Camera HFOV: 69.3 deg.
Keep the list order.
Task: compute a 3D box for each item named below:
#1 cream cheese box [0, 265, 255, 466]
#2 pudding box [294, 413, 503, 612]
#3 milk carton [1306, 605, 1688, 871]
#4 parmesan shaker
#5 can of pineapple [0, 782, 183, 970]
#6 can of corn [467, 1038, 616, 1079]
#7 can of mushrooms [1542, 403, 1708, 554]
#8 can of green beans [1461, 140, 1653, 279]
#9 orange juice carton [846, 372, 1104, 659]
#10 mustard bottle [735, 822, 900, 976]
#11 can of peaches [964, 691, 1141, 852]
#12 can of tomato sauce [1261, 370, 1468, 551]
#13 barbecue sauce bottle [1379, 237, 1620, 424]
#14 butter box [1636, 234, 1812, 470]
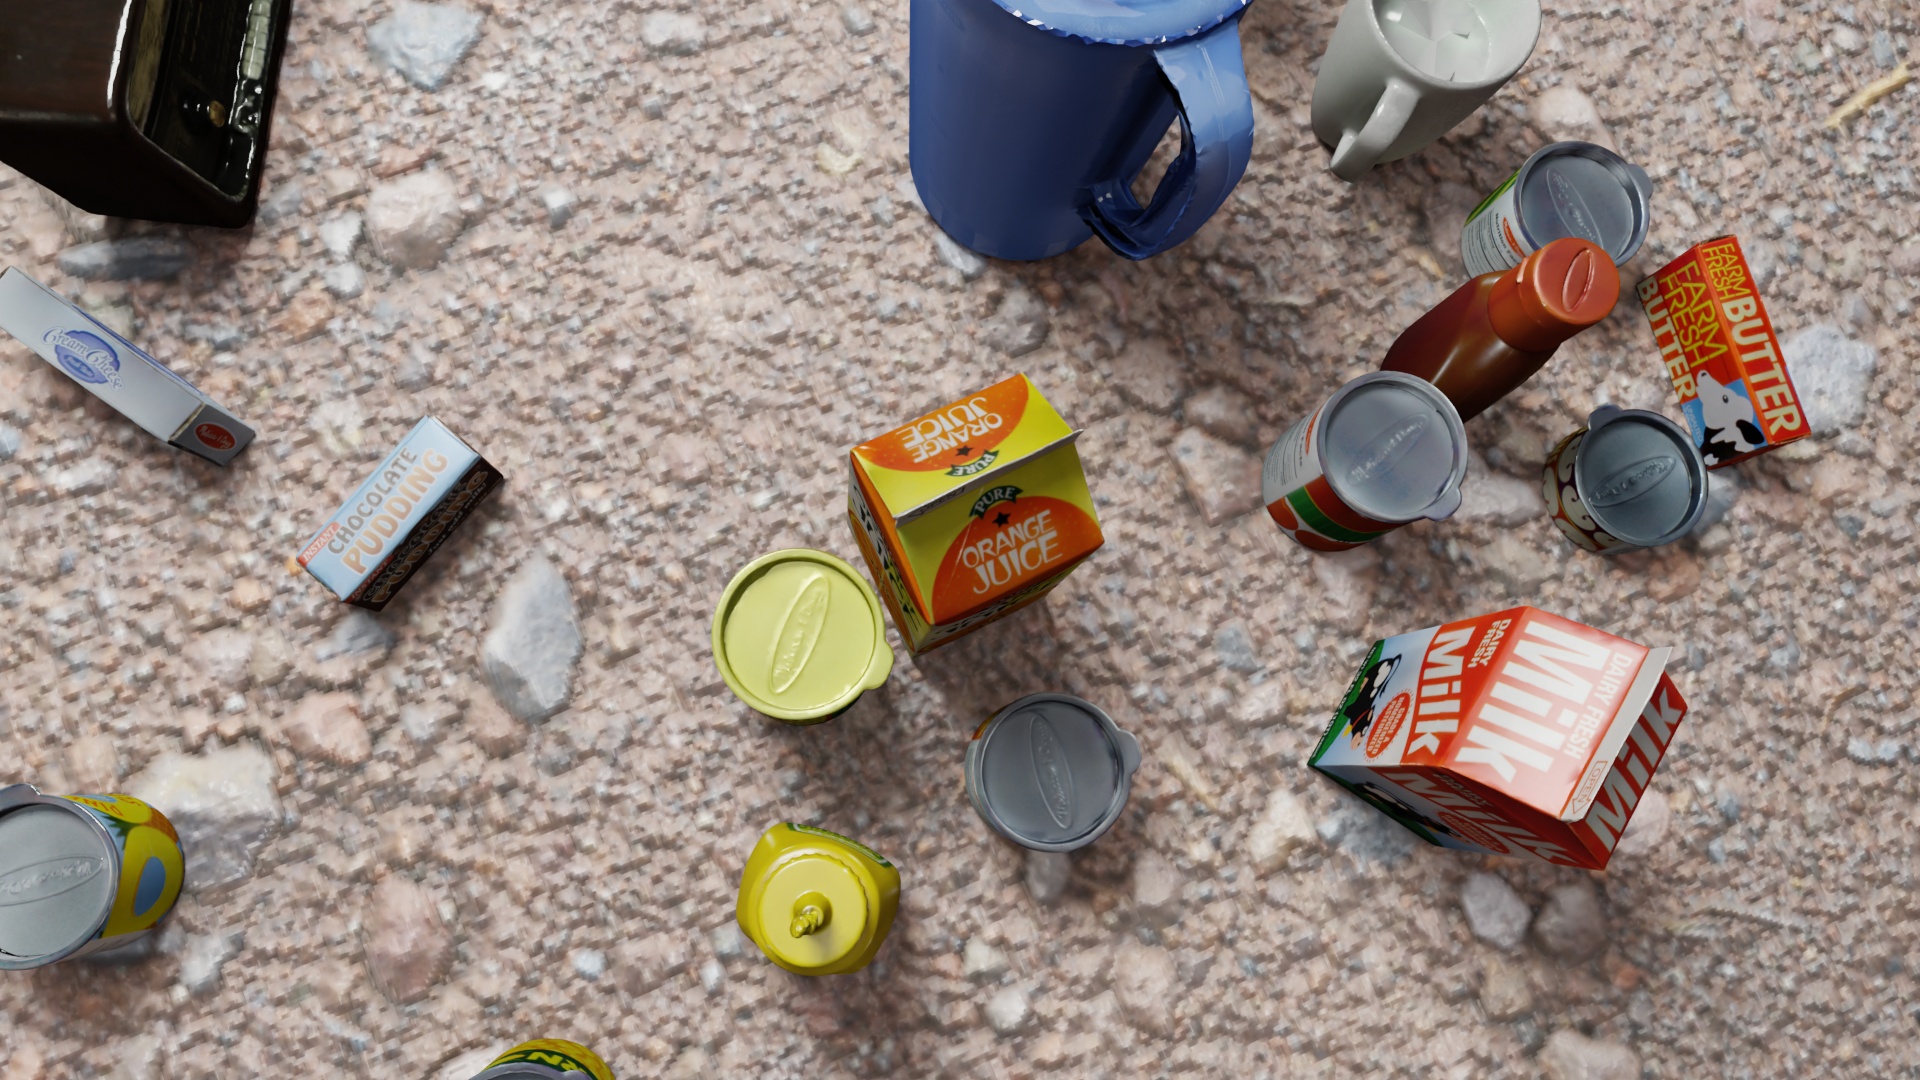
[{"bbox_3d":[-0.363,-0.073,0.600,0.104,0.053,0.024,35,79,2],"label":"cream cheese box"},{"bbox_3d":[-0.242,-0.011,0.602,0.030,0.049,0.084,39,79,2],"label":"pudding box"},{"bbox_3d":[0.215,0.079,0.556,0.073,0.190,0.072,32,79,1],"label":"milk carton"},{"bbox_3d":[-0.064,0.045,0.581,0.071,0.103,0.071,1,80,-5],"label":"parmesan shaker"},{"bbox_3d":[-0.359,0.134,0.560,0.071,0.057,0.071,1,80,-5],"label":"can of pineapple"},{"bbox_3d":[-0.171,0.237,0.559,0.071,0.058,0.071,1,80,-5],"label":"can of corn"},{"bbox_3d":[0.316,-0.029,0.665,0.071,0.033,0.071,1,80,-5],"label":"can of mushrooms"},{"bbox_3d":[0.286,-0.150,0.671,0.071,0.057,0.071,1,80,-5],"label":"can of green beans"},{"bbox_3d":[0.002,-0.007,0.550,0.072,0.192,0.073,-24,83,-9],"label":"orange juice carton"},{"bbox_3d":[-0.055,0.139,0.535,0.065,0.160,0.049,21,79,-1],"label":"mustard bottle"},{"bbox_3d":[0.038,0.100,0.603,0.071,0.058,0.071,1,80,-5],"label":"can of peaches"},{"bbox_3d":[0.181,-0.032,0.627,0.071,0.083,0.071,1,80,-5],"label":"can of tomato sauce"},{"bbox_3d":[0.231,-0.089,0.609,0.044,0.148,0.065,23,79,-1],"label":"barbecue sauce bottle"},{"bbox_3d":[0.367,-0.090,0.670,0.024,0.053,0.103,-14,81,-7],"label":"butter box"}]
